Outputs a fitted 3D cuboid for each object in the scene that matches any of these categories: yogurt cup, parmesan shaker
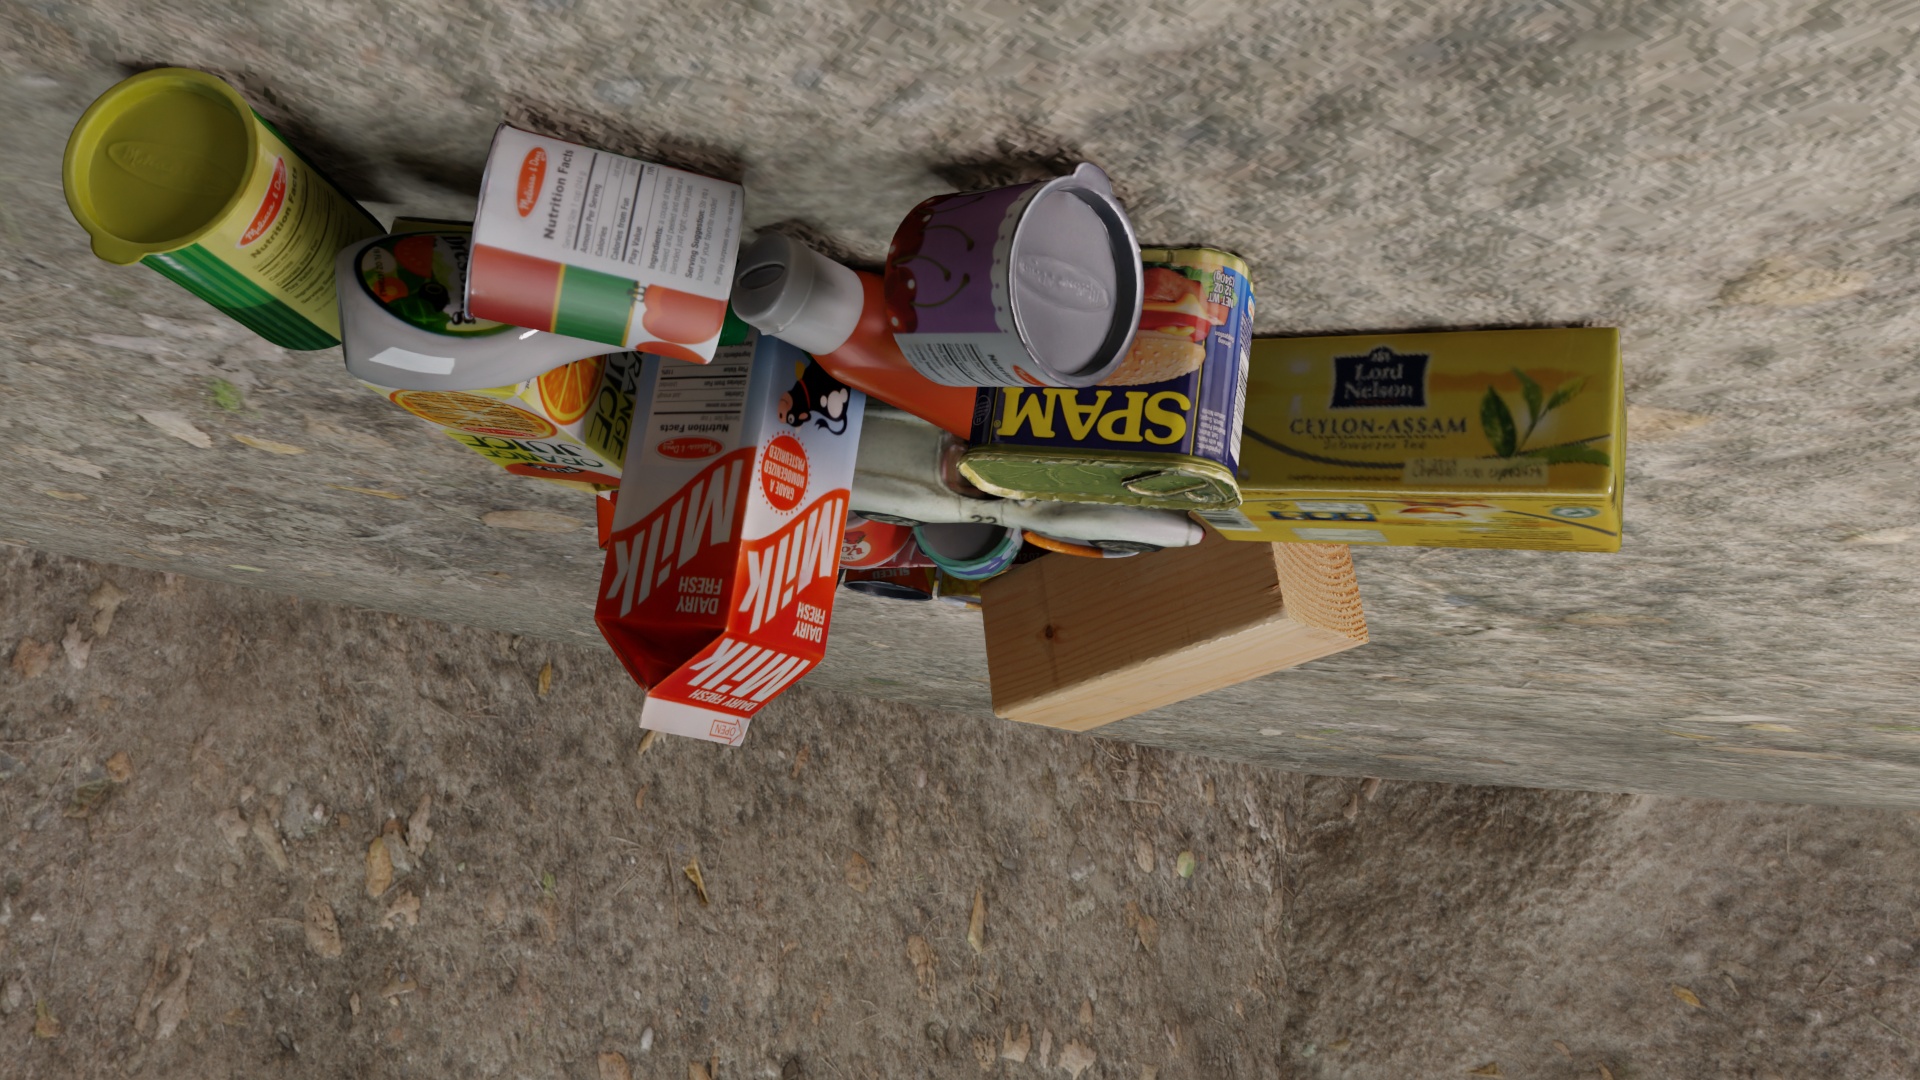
[{"bbox_3d":[-0.066,-0.022,0.852,0.072,0.072,0.053,6,160,12],"label":"yogurt cup"},{"bbox_3d":[-0.261,-0.113,0.505,0.071,0.071,0.103,7,169,4],"label":"parmesan shaker"}]

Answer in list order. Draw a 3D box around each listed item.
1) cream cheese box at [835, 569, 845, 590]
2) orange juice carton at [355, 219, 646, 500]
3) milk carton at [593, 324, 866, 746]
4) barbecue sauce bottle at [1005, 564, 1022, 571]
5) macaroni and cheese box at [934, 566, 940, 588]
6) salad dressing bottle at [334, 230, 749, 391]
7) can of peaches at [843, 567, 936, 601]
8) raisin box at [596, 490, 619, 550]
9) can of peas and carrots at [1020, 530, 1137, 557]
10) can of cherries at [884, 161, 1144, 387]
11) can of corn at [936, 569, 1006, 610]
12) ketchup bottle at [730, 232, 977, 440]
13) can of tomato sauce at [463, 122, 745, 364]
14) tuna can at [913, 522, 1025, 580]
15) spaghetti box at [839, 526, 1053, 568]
[{"bbox_3d":[-0.114,0.017,1.045,0.053,0.024,0.104,5,-154,7],"label":"cream cheese box"},{"bbox_3d":[-0.192,-0.075,0.649,0.073,0.072,0.192,7,169,9],"label":"orange juice carton"},{"bbox_3d":[-0.098,-0.010,0.597,0.073,0.191,0.072,2,167,29],"label":"milk carton"},{"bbox_3d":[0.073,0.007,0.936,0.148,0.043,0.065,6,-168,11],"label":"barbecue sauce bottle"},{"bbox_3d":[0.069,0.033,1.092,0.166,0.040,0.123,6,170,14],"label":"macaroni and cheese box"},{"bbox_3d":[-0.156,-0.089,0.529,0.148,0.064,0.043,-7,147,-25],"label":"salad dressing bottle"},{"bbox_3d":[-0.048,0.009,1.010,0.071,0.058,0.071,8,168,2],"label":"can of peaches"},{"bbox_3d":[-0.154,-0.022,0.850,0.086,0.040,0.124,5,-166,16],"label":"raisin box"},{"bbox_3d":[0.066,-0.026,0.743,0.071,0.059,0.071,8,168,2],"label":"can of peas and carrots"},{"bbox_3d":[0.018,-0.086,0.456,0.058,0.071,0.071,6,170,44],"label":"can of cherries"},{"bbox_3d":[0.021,0.018,1.003,0.071,0.058,0.071,8,169,2],"label":"can of corn"},{"bbox_3d":[-0.027,-0.081,0.573,0.064,0.043,0.149,-3,164,42],"label":"ketchup bottle"},{"bbox_3d":[-0.123,-0.100,0.482,0.083,0.071,0.071,10,168,-15],"label":"can of tomato sauce"},{"bbox_3d":[0.003,-0.011,0.845,0.071,0.071,0.032,5,167,14],"label":"tuna can"},{"bbox_3d":[-0.051,-0.003,0.903,0.250,0.028,0.050,-2,-163,11],"label":"spaghetti box"}]
